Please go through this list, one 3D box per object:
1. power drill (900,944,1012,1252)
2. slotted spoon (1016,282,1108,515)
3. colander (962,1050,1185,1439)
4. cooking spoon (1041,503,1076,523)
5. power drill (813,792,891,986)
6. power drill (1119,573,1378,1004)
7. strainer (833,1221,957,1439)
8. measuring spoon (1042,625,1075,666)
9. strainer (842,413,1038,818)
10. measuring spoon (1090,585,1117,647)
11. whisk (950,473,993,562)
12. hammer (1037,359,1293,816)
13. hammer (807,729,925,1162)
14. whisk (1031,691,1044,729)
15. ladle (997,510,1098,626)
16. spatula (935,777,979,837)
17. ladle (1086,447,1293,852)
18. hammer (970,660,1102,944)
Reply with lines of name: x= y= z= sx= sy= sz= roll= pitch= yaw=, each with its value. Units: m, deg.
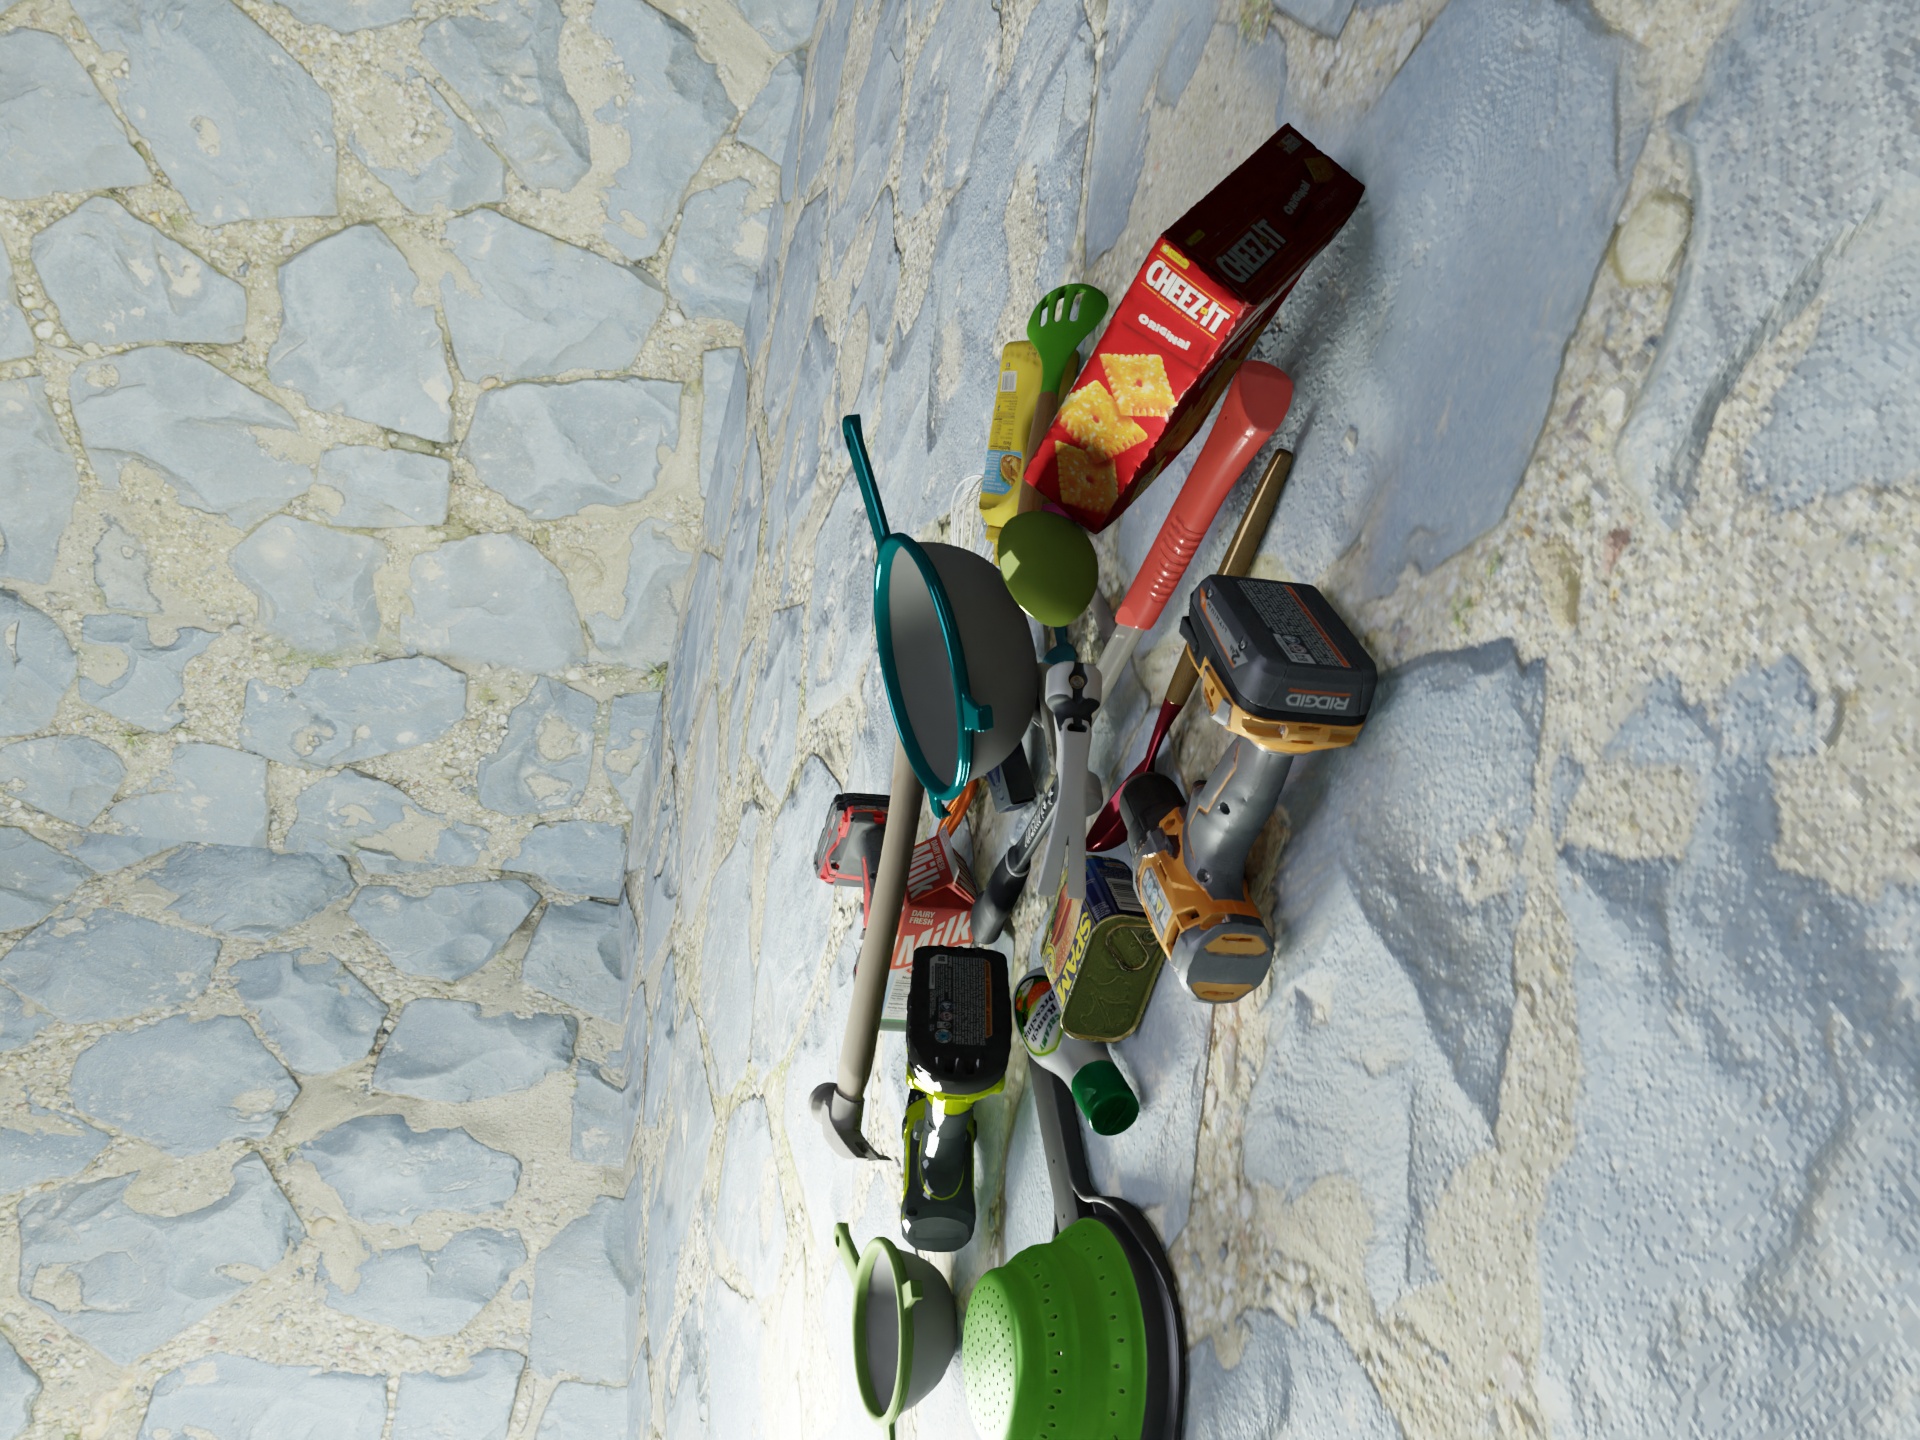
power drill: x=-0.011 y=0.290 z=1.295 sx=0.191 sy=0.080 sz=0.228 roll=-90 pitch=5 yaw=-51
slotted spoon: x=0.067 y=-0.235 z=1.247 sx=0.031 sy=0.070 sz=0.314 roll=53 pitch=-140 yaw=-49
colander: x=0.050 y=0.357 z=1.096 sx=0.398 sy=0.094 sz=0.204 roll=-100 pitch=25 yaw=-43
cooking spoon: x=0.103 y=-0.186 z=1.239 sx=0.318 sy=0.017 sz=0.069 roll=-47 pitch=62 yaw=54
power drill: x=-0.089 y=0.189 z=1.620 sx=0.220 sy=0.078 sz=0.143 roll=-108 pitch=31 yaw=-48
power drill: x=0.154 y=0.027 z=0.946 sx=0.186 sy=0.084 sz=0.226 roll=-108 pitch=27 yaw=-56
strainer: x=-0.056 y=0.507 z=1.398 sx=0.256 sy=0.069 sz=0.151 roll=-150 pitch=66 yaw=-71
measuring spoon: x=0.073 y=-0.079 z=1.312 sx=0.042 sy=0.021 sz=0.129 roll=120 pitch=151 yaw=-50
strainer: x=-0.012 y=-0.106 z=1.267 sx=0.211 sy=0.095 sz=0.341 roll=113 pitch=143 yaw=-63
measuring spoon: x=0.101 y=-0.090 z=1.239 sx=0.124 sy=0.018 sz=0.034 roll=-107 pitch=30 yaw=-49
whisk: x=0.003 y=-0.114 z=1.505 sx=0.058 sy=0.059 sz=0.246 roll=-35 pitch=-40 yaw=-60
hammer: x=0.131 y=-0.098 z=1.089 sx=0.358 sy=0.036 sz=0.149 roll=114 pitch=158 yaw=-44
hammer: x=-0.062 y=0.169 z=1.368 sx=0.146 sy=0.038 sz=0.410 roll=-164 pitch=85 yaw=-68
whisk: x=0.040 y=-0.053 z=1.369 sx=0.239 sy=0.055 sz=0.055 roll=-122 pitch=43 yaw=-56
ladle: x=0.063 y=-0.097 z=1.146 sx=0.320 sy=0.062 sz=0.078 roll=24 pitch=-138 yaw=-87
spatula: x=-0.002 y=-0.004 z=1.400 sx=0.081 sy=0.041 sz=0.322 roll=-73 pitch=-12 yaw=-51
ladle: x=0.151 y=-0.036 z=1.053 sx=0.069 sy=0.031 sz=0.315 roll=-67 pitch=-2 yaw=-62
hammer: x=0.047 y=0.103 z=1.171 sx=0.408 sy=0.036 sz=0.149 roll=108 pitch=167 yaw=-67
